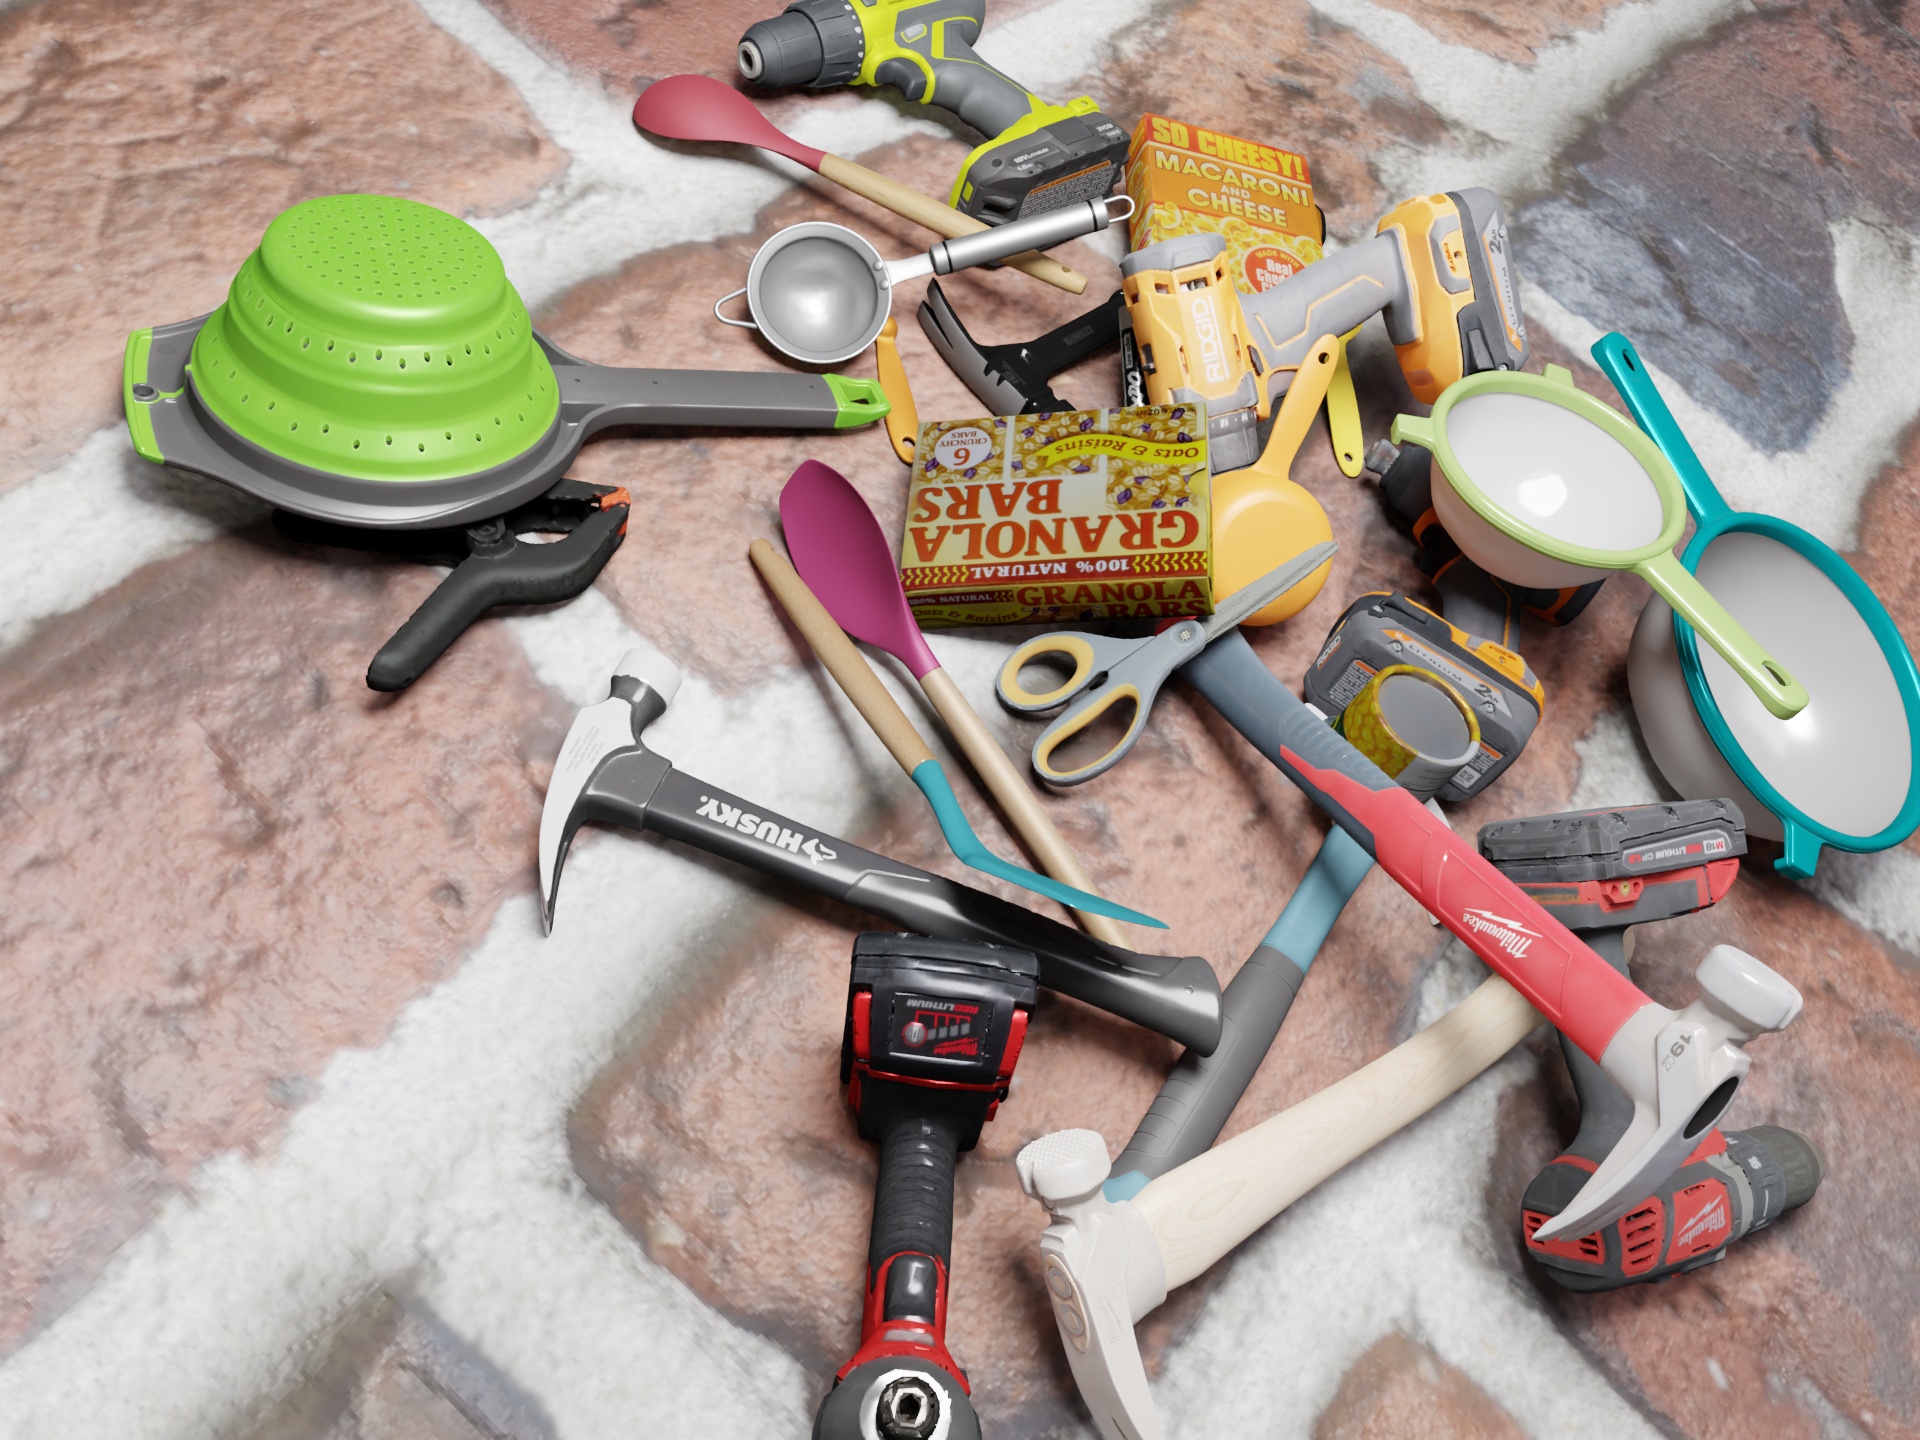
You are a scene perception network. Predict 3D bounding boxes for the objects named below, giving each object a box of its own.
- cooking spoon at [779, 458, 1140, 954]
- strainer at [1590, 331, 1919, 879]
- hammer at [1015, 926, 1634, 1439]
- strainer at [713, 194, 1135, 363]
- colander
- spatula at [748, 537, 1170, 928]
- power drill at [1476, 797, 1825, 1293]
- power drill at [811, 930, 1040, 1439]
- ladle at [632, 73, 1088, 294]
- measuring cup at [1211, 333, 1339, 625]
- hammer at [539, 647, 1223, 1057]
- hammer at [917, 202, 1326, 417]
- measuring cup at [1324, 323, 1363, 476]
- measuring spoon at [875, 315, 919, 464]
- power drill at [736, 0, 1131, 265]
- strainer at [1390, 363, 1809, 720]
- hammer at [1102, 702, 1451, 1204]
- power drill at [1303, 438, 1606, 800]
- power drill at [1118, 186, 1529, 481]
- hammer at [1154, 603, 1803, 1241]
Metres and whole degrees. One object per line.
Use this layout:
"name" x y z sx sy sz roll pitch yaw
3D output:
"cooking spoon" -0.001 -0.003 0.821 0.017 0.068 0.319 -21 72 -48
"strainer" 0.446 -0.068 0.964 0.211 0.095 0.340 -19 78 -33
"hammer" 0.204 0.188 0.760 0.410 0.038 0.146 -20 96 -35
"strainer" -0.019 -0.270 0.947 0.258 0.050 0.087 -16 87 -2
"colander" -0.212 -0.199 0.823 0.397 0.094 0.205 -4 48 -26
"spatula" -0.022 0.000 0.768 0.082 0.044 0.318 19 26 -51
"power drill" 0.350 0.155 0.789 0.187 0.080 0.227 -4 86 -29
"power drill" -0.018 0.202 0.626 0.078 0.143 0.220 7 54 -2
"ladle" -0.063 -0.336 0.996 0.315 0.031 0.069 27 52 6
"measuring cup" 0.183 -0.136 0.899 0.095 0.173 0.052 20 10 -13
"hammer" -0.036 0.083 0.742 0.335 0.035 0.146 22 54 2
"hammer" 0.127 -0.287 1.051 0.337 0.034 0.127 -33 75 -33
"measuring cup" 0.246 -0.228 1.067 0.062 0.029 0.157 3 70 -18
"measuring spoon" -0.038 -0.201 0.953 0.021 0.011 0.117 -1 60 -20
"power drill" -0.018 -0.410 1.054 0.190 0.080 0.229 -31 70 -32
"strainer" 0.353 -0.085 0.881 0.151 0.069 0.257 -22 63 -30
"hammer" 0.153 0.131 0.797 0.128 0.033 0.331 37 55 7
"power drill" 0.287 -0.076 0.947 0.164 0.084 0.226 34 50 4
"power drill" 0.219 -0.212 0.953 0.226 0.084 0.185 -16 99 -10
"hammer" 0.200 0.064 0.767 0.038 0.143 0.387 17 22 -38
